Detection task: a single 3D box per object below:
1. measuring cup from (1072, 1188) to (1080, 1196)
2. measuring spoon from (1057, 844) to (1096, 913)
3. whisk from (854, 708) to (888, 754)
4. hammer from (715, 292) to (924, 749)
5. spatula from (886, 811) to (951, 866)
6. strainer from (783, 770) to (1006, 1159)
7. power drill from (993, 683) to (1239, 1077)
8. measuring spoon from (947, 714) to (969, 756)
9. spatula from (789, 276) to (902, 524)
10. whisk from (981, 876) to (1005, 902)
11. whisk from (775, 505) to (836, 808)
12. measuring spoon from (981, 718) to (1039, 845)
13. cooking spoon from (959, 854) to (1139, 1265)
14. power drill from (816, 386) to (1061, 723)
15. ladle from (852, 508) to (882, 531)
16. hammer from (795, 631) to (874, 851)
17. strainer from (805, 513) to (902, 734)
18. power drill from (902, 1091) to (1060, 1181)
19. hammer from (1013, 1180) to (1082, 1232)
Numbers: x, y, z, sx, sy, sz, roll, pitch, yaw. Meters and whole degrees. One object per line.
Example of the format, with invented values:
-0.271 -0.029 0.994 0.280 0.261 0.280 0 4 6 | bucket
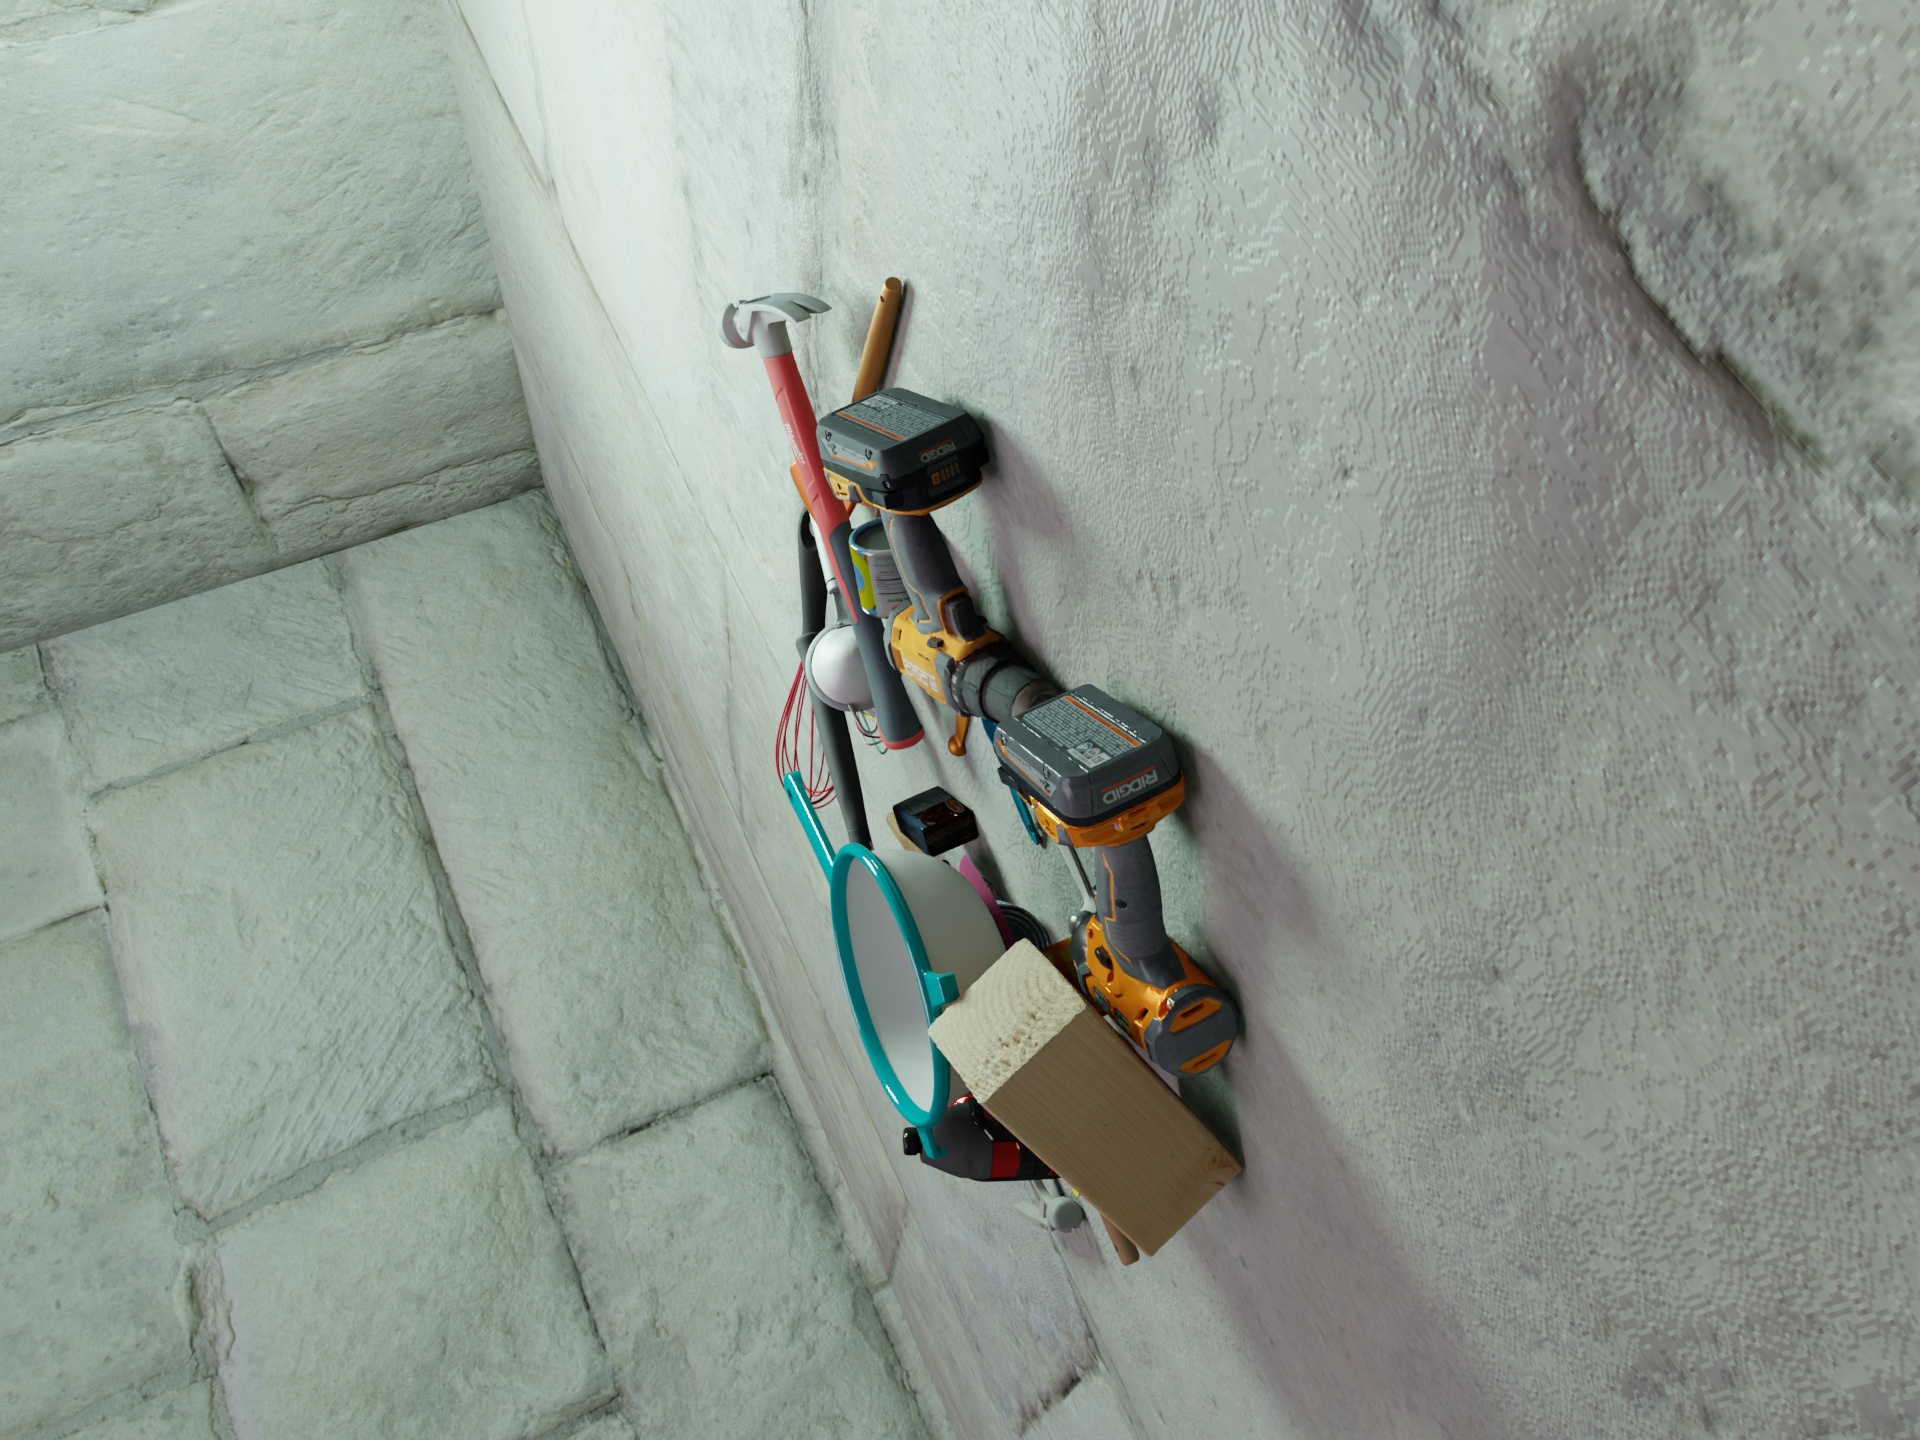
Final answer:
0.096 0.366 1.424 0.157 0.029 0.062 -121 17 -69 | measuring cup
0.078 0.110 1.173 0.034 0.018 0.124 116 133 -68 | measuring spoon
-0.092 -0.013 1.536 0.245 0.047 0.051 -145 50 -70 | whisk
-0.092 -0.149 1.275 0.143 0.038 0.386 18 131 56 | hammer
-0.043 0.132 1.494 0.318 0.044 0.082 -141 41 -72 | spatula
-0.042 0.143 1.207 0.341 0.095 0.210 -122 27 -44 | strainer
0.093 0.097 1.005 0.164 0.084 0.226 38 149 60 | power drill
-0.002 -0.004 1.302 0.021 0.011 0.116 61 161 28 | measuring spoon
-0.084 -0.242 1.231 0.081 0.041 0.322 60 161 11 | spatula
0.033 0.233 1.422 0.055 0.055 0.238 45 155 54 | whisk
-0.140 -0.058 1.506 0.073 0.073 0.295 -151 61 -66 | whisk
0.047 0.042 1.207 0.042 0.021 0.128 43 159 55 | measuring spoon
0.061 0.246 1.177 0.068 0.017 0.319 112 136 -67 | cooking spoon
-0.008 -0.100 1.095 0.185 0.084 0.226 34 146 52 | power drill
-0.058 -0.170 1.260 0.069 0.031 0.315 60 160 11 | ladle
-0.097 0.082 1.420 0.146 0.035 0.335 37 -142 -76 | hammer
-0.110 -0.113 1.423 0.050 0.087 0.259 92 164 -69 | strainer
0.016 0.288 1.291 0.220 0.143 0.078 -108 20 -64 | power drill
0.013 0.332 1.569 0.359 0.036 0.149 64 163 1 | hammer
